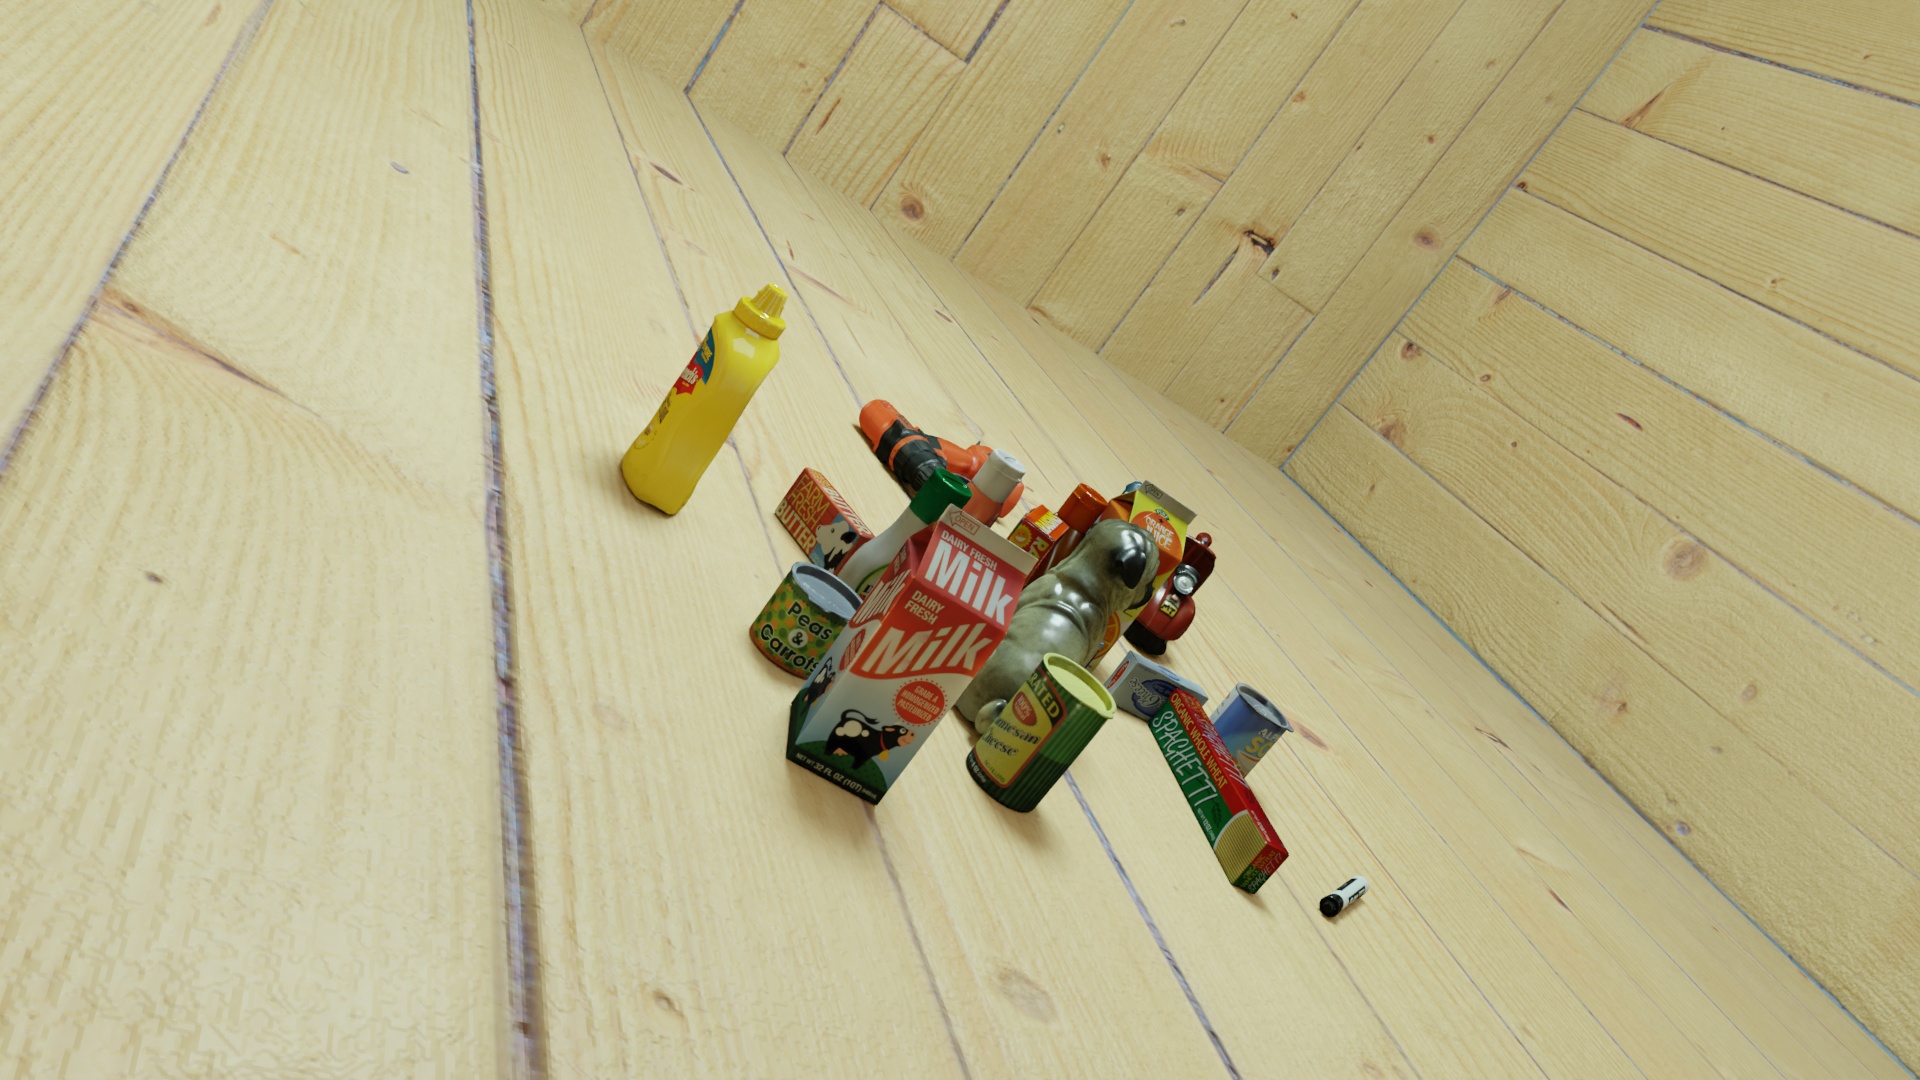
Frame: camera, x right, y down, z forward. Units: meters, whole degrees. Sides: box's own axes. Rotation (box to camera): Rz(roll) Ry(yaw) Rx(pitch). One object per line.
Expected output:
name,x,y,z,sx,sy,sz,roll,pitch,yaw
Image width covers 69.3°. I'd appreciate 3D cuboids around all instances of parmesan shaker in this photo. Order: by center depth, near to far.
parmesan shaker,0.060,0.145,1.033,0.071,0.103,0.071,34,16,-11

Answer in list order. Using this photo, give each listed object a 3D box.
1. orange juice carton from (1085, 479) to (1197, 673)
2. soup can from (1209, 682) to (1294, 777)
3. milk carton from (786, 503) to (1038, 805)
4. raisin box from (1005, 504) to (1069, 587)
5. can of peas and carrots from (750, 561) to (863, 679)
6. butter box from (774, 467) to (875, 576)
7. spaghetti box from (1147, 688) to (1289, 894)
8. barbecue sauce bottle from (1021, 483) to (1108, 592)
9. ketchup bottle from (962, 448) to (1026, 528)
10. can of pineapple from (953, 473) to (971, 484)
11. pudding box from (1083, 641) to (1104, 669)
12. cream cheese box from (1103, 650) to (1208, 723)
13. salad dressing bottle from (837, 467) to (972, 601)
orange juice carton,0.153,0.031,1.391,0.072,0.192,0.073,31,16,-20
soup can,0.277,0.196,1.381,0.071,0.083,0.071,34,16,-11
milk carton,-0.032,0.068,0.898,0.072,0.190,0.074,32,16,-16
raisin box,0.045,0.029,1.294,0.040,0.123,0.086,38,15,6
can of peas and carrots,-0.110,0.059,1.002,0.071,0.058,0.071,34,16,-11
butter box,-0.118,-0.013,1.202,0.024,0.053,0.104,18,24,-49
spaghetti box,0.230,0.222,1.271,0.028,0.050,0.251,30,17,-22
barbecue sauce bottle,0.090,0.010,1.396,0.043,0.148,0.065,23,20,-40
ketchup bottle,0.005,-0.016,1.292,0.043,0.148,0.065,40,16,12
can of pineapple,0.000,-0.030,1.488,0.071,0.057,0.071,34,16,-11
pudding box,0.093,0.099,1.331,0.083,0.049,0.030,21,21,-43
cream cheese box,0.192,0.152,1.382,0.104,0.053,0.024,27,18,-30
salad dressing bottle,-0.047,0.009,1.112,0.064,0.147,0.044,25,19,-37
